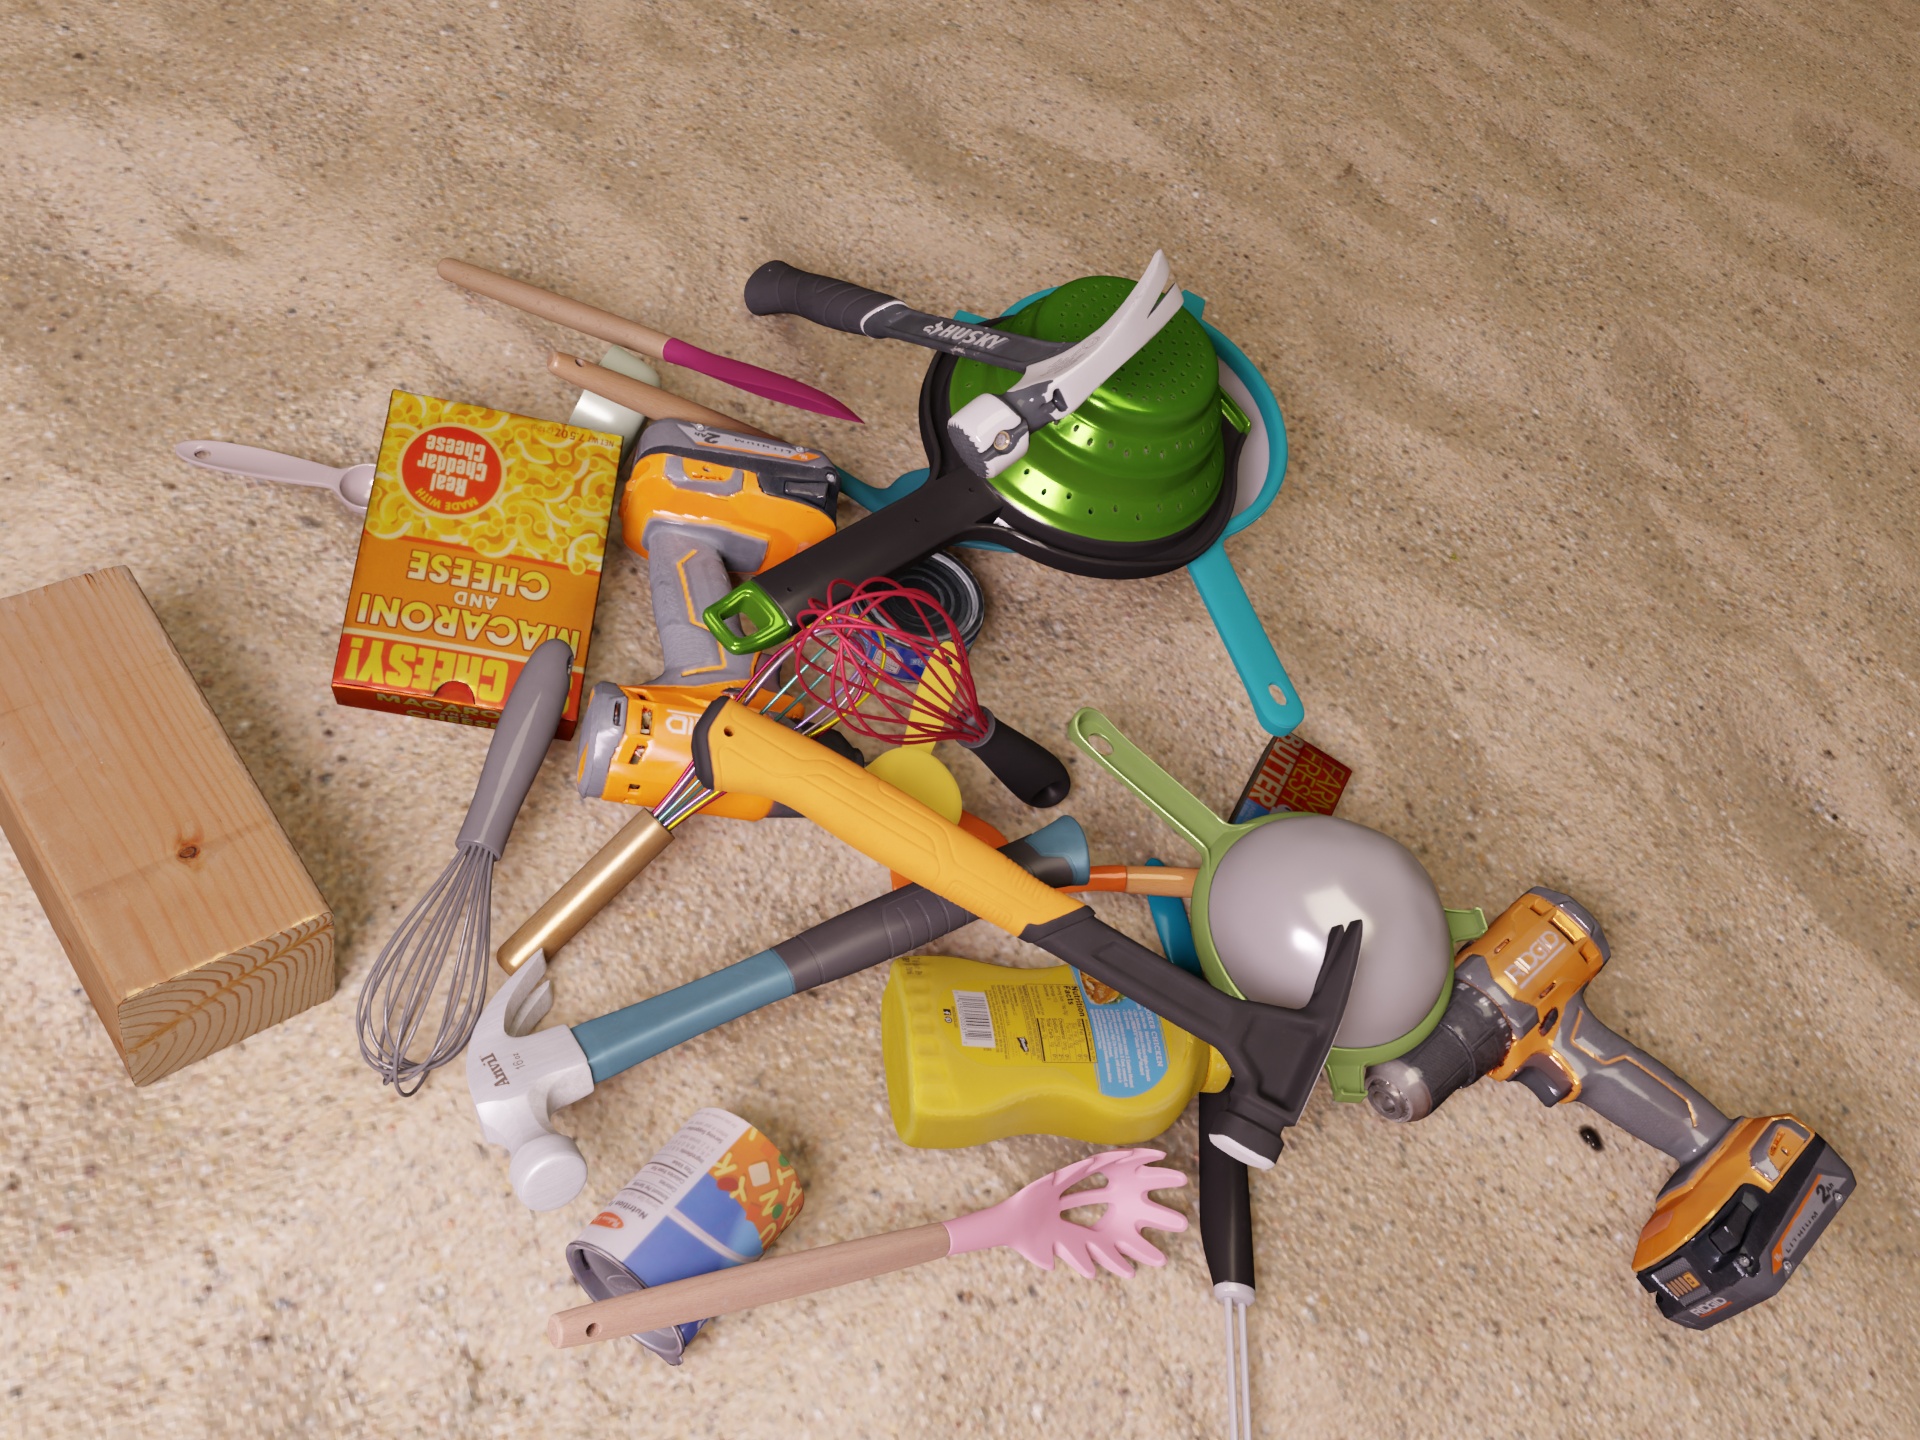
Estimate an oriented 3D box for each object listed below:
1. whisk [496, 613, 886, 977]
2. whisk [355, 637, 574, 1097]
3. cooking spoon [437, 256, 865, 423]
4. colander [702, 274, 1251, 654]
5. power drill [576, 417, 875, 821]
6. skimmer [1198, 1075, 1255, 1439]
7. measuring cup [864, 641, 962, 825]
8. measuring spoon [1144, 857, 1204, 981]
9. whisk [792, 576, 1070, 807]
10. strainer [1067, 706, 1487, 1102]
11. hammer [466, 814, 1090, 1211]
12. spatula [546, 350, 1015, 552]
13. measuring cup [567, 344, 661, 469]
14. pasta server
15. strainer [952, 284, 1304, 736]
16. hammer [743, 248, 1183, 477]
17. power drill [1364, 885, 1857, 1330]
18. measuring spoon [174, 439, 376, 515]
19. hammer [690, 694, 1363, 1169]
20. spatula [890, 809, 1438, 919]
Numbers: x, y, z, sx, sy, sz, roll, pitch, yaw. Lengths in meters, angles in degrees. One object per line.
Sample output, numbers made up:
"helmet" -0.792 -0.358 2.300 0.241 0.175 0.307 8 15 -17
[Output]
"whisk" -0.129 0.037 0.776 0.245 0.051 0.047 -45 96 -8
"whisk" -0.228 0.062 0.758 0.055 0.055 0.239 18 61 -8
"cooking spoon" -0.194 -0.230 0.954 0.319 0.017 0.068 23 7 22
"colander" 0.026 -0.152 0.889 0.397 0.094 0.204 -33 74 -31
"power drill" -0.118 -0.048 0.881 0.164 0.084 0.227 10 57 -17
"skimmer" 0.152 0.314 0.715 0.127 0.090 0.364 39 39 -35
"measuring cup" -0.015 0.006 0.862 0.062 0.029 0.157 33 45 -18
"measuring spoon" 0.127 0.129 0.881 0.042 0.021 0.129 -2 57 -22
"whisk" -0.001 -0.003 0.796 0.073 0.295 0.073 -8 70 21
"strainer" 0.164 0.067 0.853 0.256 0.069 0.151 41 58 12
"hammer" -0.073 0.116 0.761 0.331 0.033 0.128 -20 37 -27
"spatula" -0.097 -0.166 0.957 0.317 0.044 0.082 16 49 -37
"measuring cup" -0.220 -0.141 0.924 0.038 0.083 0.168 26 66 -12
"pasta server" -0.026 0.234 0.695 0.316 0.040 0.060 1 88 -38
"strainer" 0.122 -0.123 1.018 0.211 0.095 0.341 -12 65 -24
"hammer" -0.031 -0.235 0.926 0.149 0.036 0.409 -39 34 -11
"power drill" 0.343 0.217 0.866 0.185 0.084 0.226 -30 67 -32
"measuring spoon" -0.375 -0.136 0.889 0.124 0.018 0.034 12 53 -4
"hammer" 0.028 0.077 0.753 0.337 0.034 0.127 30 73 -4
"spatula" 0.117 0.086 0.884 0.322 0.041 0.081 4 55 -9
